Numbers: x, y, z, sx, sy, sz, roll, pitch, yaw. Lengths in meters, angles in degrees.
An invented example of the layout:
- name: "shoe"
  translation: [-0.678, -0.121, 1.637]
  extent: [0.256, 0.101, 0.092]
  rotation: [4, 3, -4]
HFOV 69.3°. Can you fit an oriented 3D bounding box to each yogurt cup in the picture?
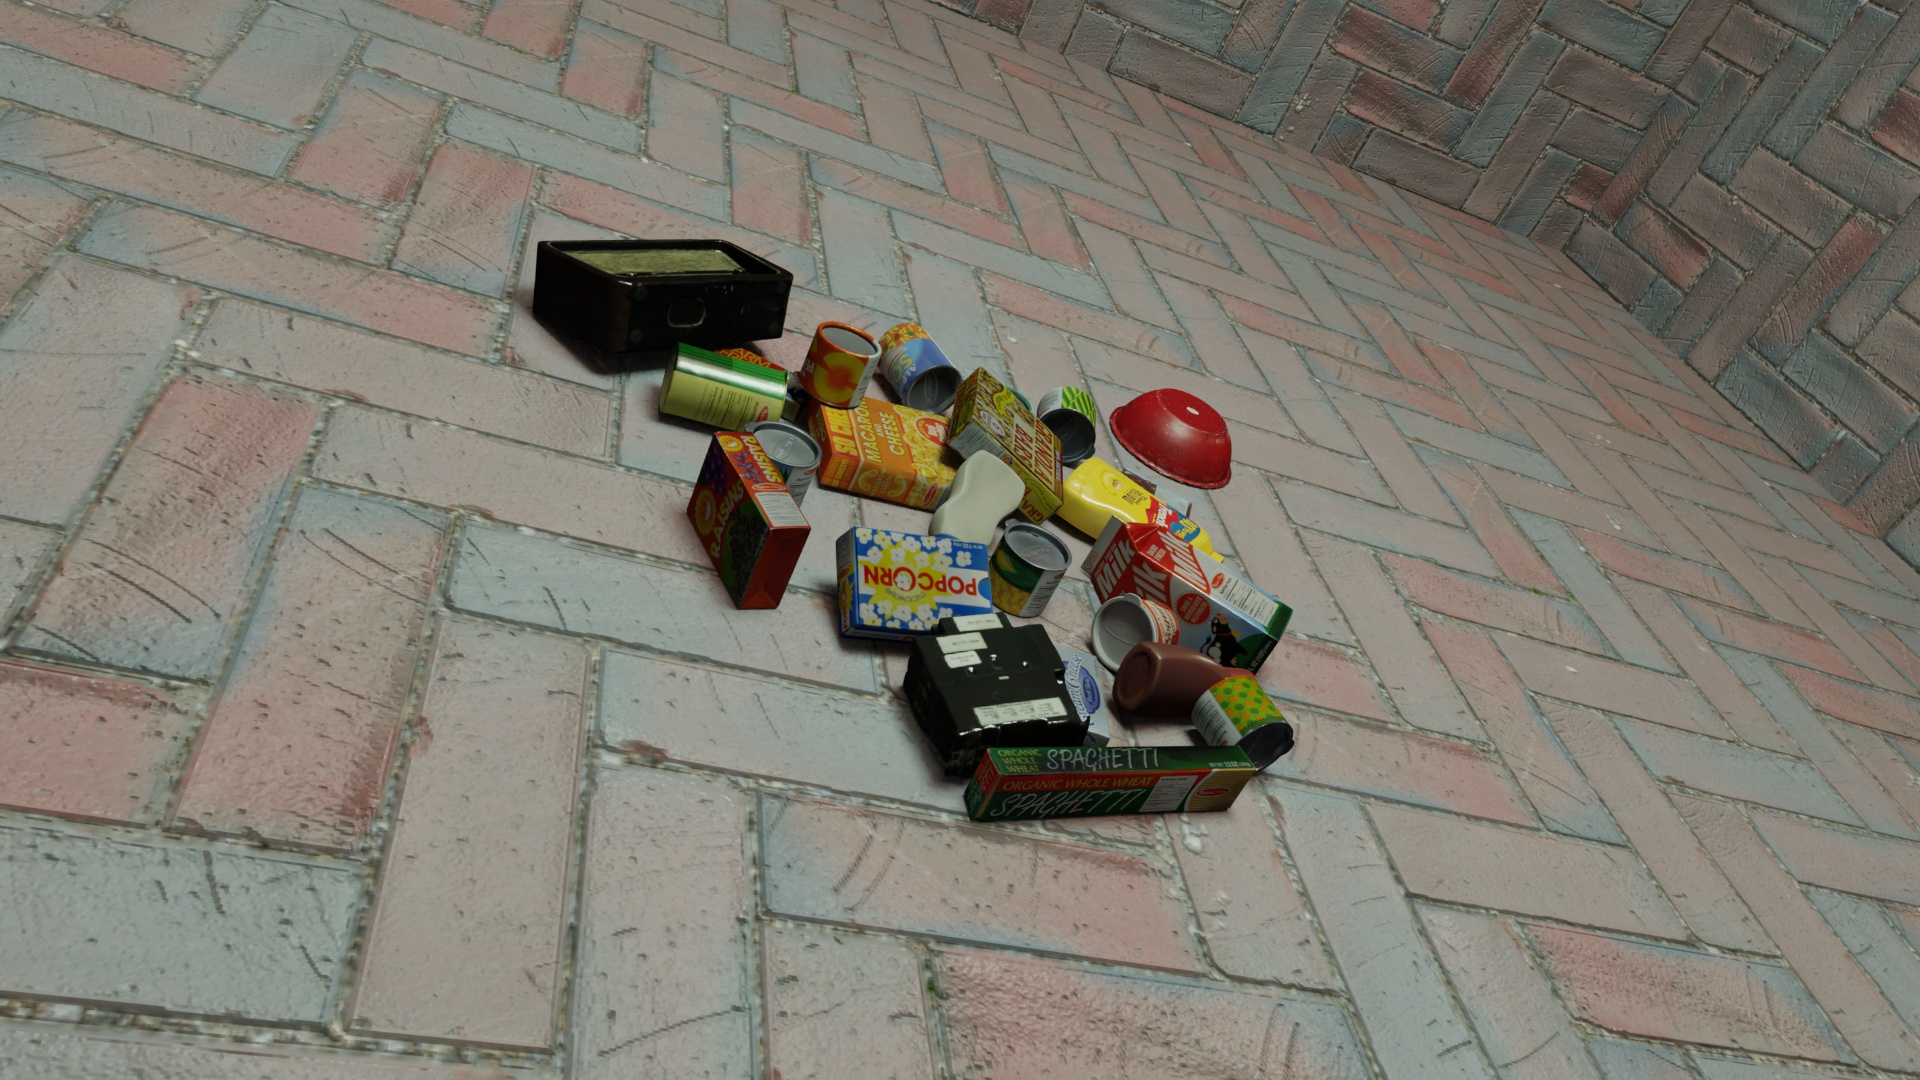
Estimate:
- name: "yogurt cup"
  translation: [0.158, 0.082, 1.232]
  extent: [0.054, 0.072, 0.072]
  rotation: [-1, 40, -51]

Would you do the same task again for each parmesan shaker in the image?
- name: "parmesan shaker"
  translation: [-0.216, -0.139, 1.269]
  extent: [0.103, 0.071, 0.071]
  rotation: [15, 33, -20]

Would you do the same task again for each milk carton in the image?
- name: "milk carton"
  translation: [0.207, 0.053, 1.304]
  extent: [0.191, 0.072, 0.074]
  rotation: [34, 31, 9]

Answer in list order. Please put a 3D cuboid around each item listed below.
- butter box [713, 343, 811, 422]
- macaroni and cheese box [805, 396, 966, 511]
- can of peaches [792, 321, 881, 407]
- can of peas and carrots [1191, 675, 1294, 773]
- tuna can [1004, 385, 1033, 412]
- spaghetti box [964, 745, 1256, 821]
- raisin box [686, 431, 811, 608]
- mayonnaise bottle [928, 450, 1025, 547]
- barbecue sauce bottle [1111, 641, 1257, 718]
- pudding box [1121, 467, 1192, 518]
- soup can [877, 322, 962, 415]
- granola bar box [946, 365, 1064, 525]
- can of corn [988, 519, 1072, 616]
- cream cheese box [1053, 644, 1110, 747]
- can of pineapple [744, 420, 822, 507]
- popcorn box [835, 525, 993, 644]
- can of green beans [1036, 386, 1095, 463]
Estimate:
- name: "butter box"
  translation: [-0.197, -0.156, 1.355]
  extent: [0.103, 0.024, 0.053]
  rotation: [26, 31, -2]
- name: "macaroni and cheese box"
  translation: [-0.060, -0.084, 1.335]
  extent: [0.166, 0.040, 0.124]
  rotation: [12, 33, -23]
- name: "can of peaches"
  translation: [-0.117, -0.169, 1.323]
  extent: [0.071, 0.057, 0.071]
  rotation: [20, 30, -12]
- name: "can of peas and carrots"
  translation: [0.240, 0.157, 1.179]
  extent: [0.071, 0.070, 0.059]
  rotation: [4, 37, -34]
- name: "tuna can"
  translation: [0.045, -0.141, 1.506]
  extent: [0.071, 0.032, 0.071]
  rotation: [19, 32, -12]
- name: "spaghetti box"
  translation: [0.118, 0.184, 1.062]
  extent: [0.250, 0.050, 0.029]
  rotation: [5, 35, -32]
- name: "raisin box"
  translation: [-0.171, -0.018, 1.109]
  extent: [0.040, 0.085, 0.124]
  rotation: [-1, 41, -36]
- name: "mayonnaise bottle"
  translation: [0.004, -0.016, 1.246]
  extent: [0.065, 0.041, 0.149]
  rotation: [40, 48, -9]
- name: "barbecue sauce bottle"
  translation: [0.200, 0.125, 1.204]
  extent: [0.149, 0.064, 0.044]
  rotation: [10, 22, -41]
- name: "pudding box"
  translation: [0.202, -0.039, 1.476]
  extent: [0.084, 0.030, 0.050]
  rotation: [27, 32, 0]
- name: "soup can"
  translation: [-0.048, -0.180, 1.464]
  extent: [0.071, 0.071, 0.084]
  rotation: [1, 39, -37]
- name: "granola bar box"
  translation: [0.048, -0.098, 1.382]
  extent: [0.124, 0.039, 0.166]
  rotation: [42, 20, -15]
- name: "can of corn"
  translation: [0.056, 0.025, 1.244]
  extent: [0.071, 0.058, 0.071]
  rotation: [19, 32, -12]
- name: "cream cheese box"
  translation: [0.090, 0.130, 1.147]
  extent: [0.053, 0.024, 0.104]
  rotation: [17, 32, -14]
- name: "can of pineapple"
  translation: [-0.162, -0.064, 1.211]
  extent: [0.071, 0.057, 0.071]
  rotation: [20, 31, -12]
- name: "popcorn box"
  translation: [-0.038, 0.040, 1.137]
  extent: [0.127, 0.038, 0.085]
  rotation: [8, 64, -29]
- name: "can of green beans"
  translation: [0.114, -0.126, 1.504]
  extent: [0.071, 0.071, 0.058]
  rotation: [23, 31, -7]
